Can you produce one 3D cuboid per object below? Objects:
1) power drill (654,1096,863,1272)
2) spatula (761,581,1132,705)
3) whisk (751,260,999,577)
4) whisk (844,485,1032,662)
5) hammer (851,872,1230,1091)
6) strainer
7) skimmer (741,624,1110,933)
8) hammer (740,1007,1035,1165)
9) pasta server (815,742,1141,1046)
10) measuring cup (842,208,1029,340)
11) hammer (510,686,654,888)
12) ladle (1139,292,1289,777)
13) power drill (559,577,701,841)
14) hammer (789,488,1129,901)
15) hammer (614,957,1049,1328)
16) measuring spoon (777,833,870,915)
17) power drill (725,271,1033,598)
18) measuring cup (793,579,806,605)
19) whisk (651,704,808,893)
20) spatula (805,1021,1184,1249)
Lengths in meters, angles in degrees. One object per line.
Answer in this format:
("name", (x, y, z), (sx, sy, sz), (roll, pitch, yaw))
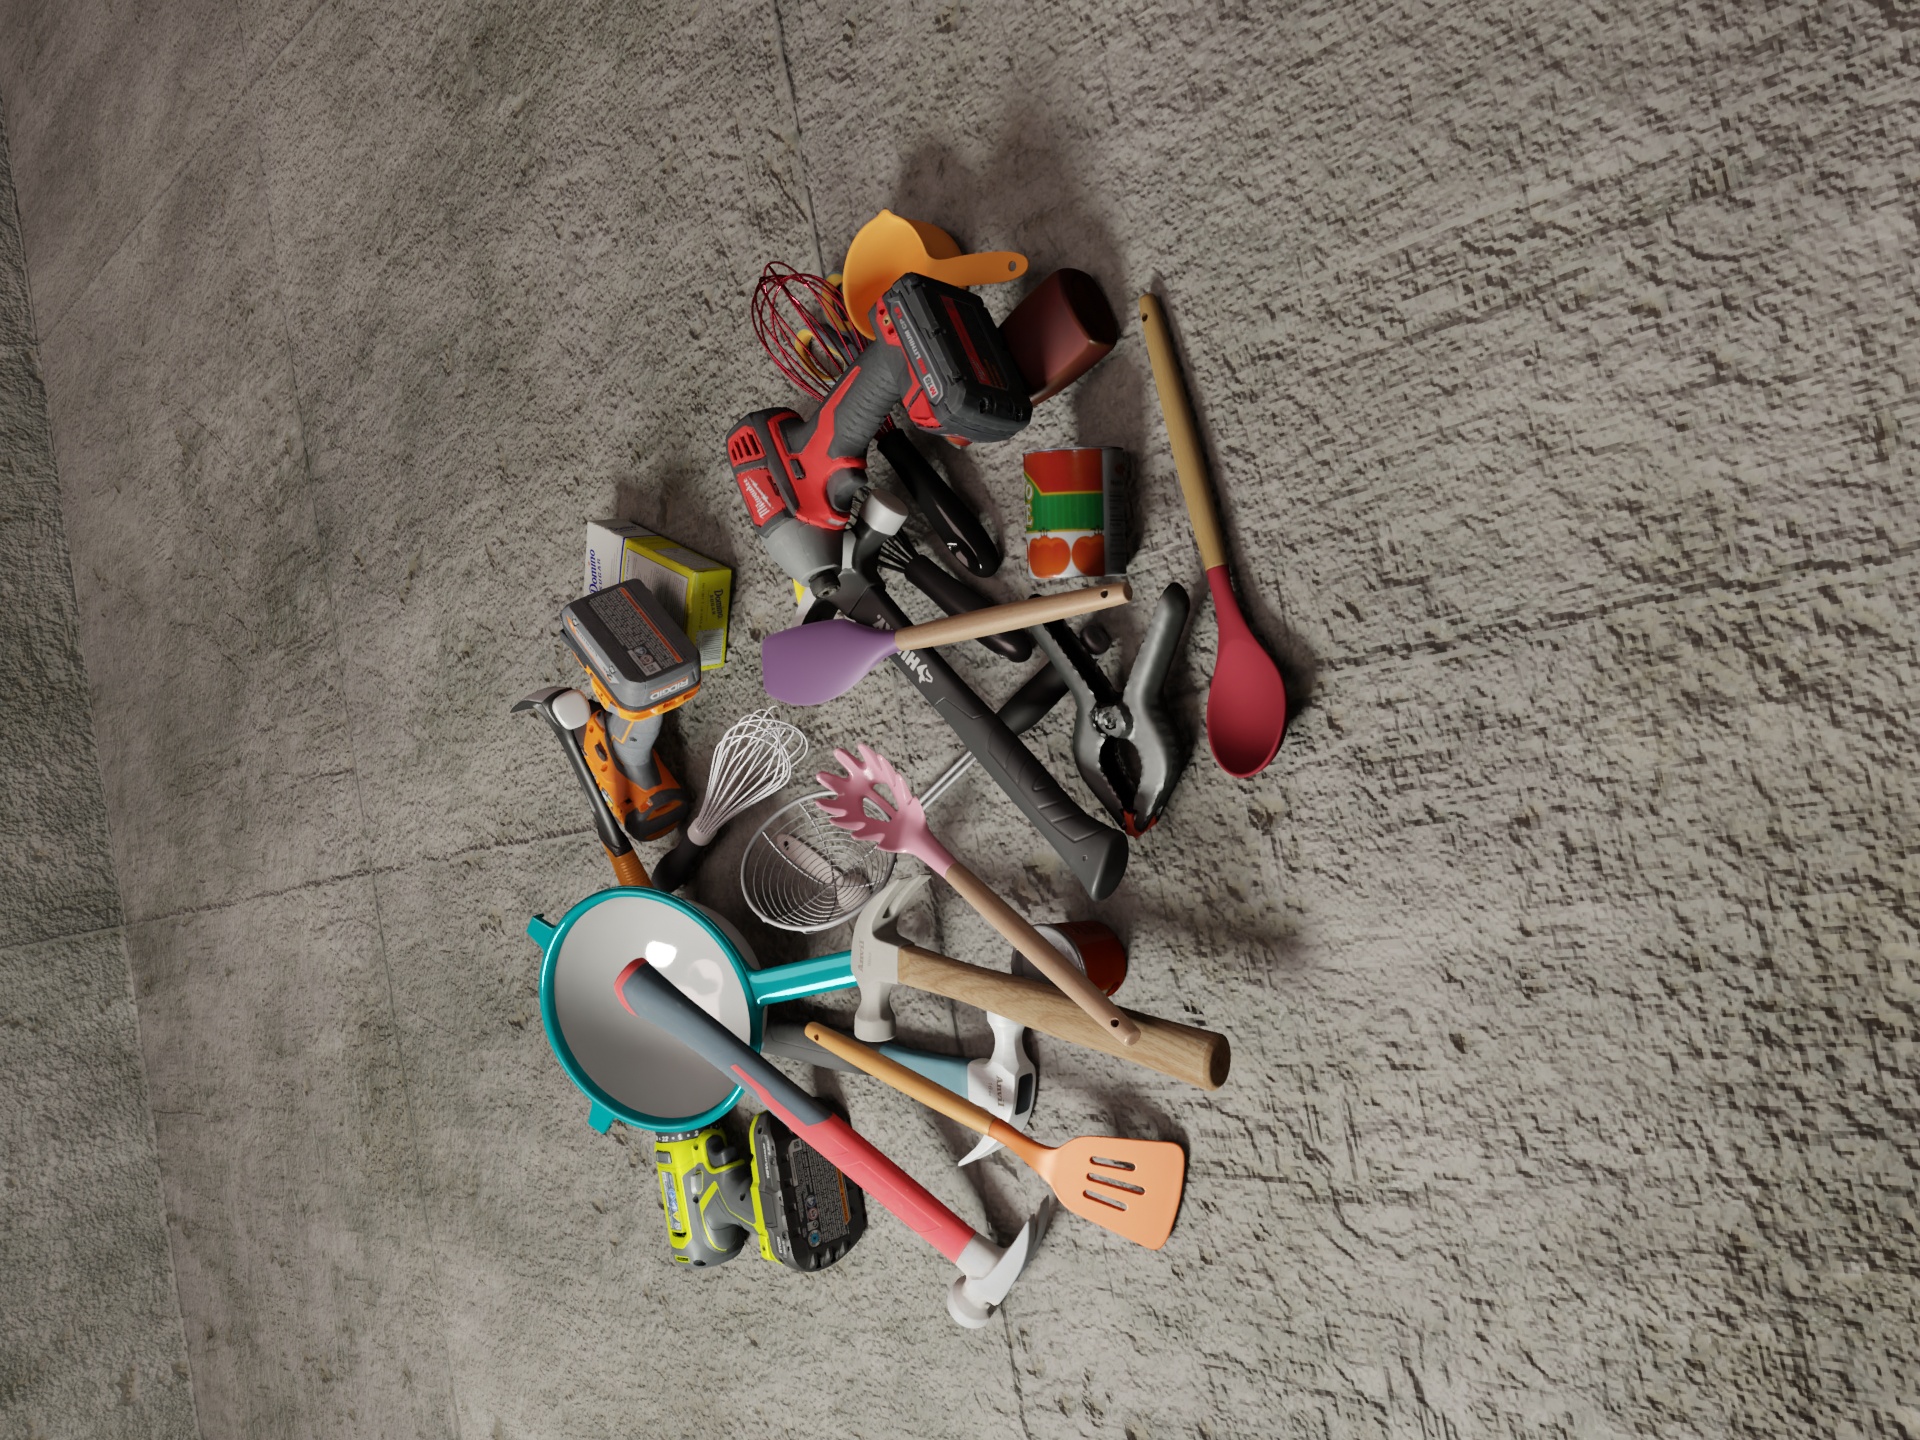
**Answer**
("power drill", (-0.191, 0.381, 1.379), (0.228, 0.080, 0.190), (-13, 86, 48))
("spatula", (-0.020, -0.057, 1.080), (0.316, 0.018, 0.060), (-10, 80, 36))
("whisk", (-0.063, -0.221, 1.165), (0.296, 0.073, 0.073), (54, 130, 11))
("whisk", (-0.032, -0.110, 1.176), (0.239, 0.055, 0.055), (40, 122, 30))
("hammer", (0.041, 0.185, 1.068), (0.331, 0.031, 0.130), (8, 101, 45))
("strainer", (-0.185, 0.215, 1.315), (0.340, 0.095, 0.211), (-15, 94, 23))
("skimmer", (-0.034, 0.036, 1.162), (0.363, 0.090, 0.127), (-44, 38, 37))
("hammer", (-0.068, 0.267, 1.268), (0.331, 0.033, 0.128), (0, 94, 46))
("pasta server", (0.007, 0.113, 1.059), (0.060, 0.040, 0.316), (-53, 50, 3))
("measuring cup", (-0.006, -0.311, 1.118), (0.174, 0.052, 0.095), (8, 101, 41))
("hammer", (-0.300, 0.126, 1.409), (0.127, 0.034, 0.336), (2, 118, 58))
("ladle", (0.153, -0.120, 0.997), (0.069, 0.031, 0.315), (-23, 77, 52))
("power drill", (-0.300, -0.016, 1.397), (0.164, 0.084, 0.226), (48, 146, 24))
("hammer", (-0.002, -0.004, 1.096), (0.335, 0.035, 0.146), (49, 115, 28))
("hammer", (-0.108, 0.297, 1.212), (0.386, 0.038, 0.143), (35, 128, 15))
("measuring spoon", (-0.118, 0.124, 1.311), (0.124, 0.018, 0.034), (30, 116, 40))
("power drill", (-0.064, -0.188, 1.086), (0.219, 0.078, 0.143), (-34, 70, 34))
("measuring cup", (-0.124, -0.150, 1.284), (0.062, 0.029, 0.156), (8, 113, 45))
("whisk", (-0.210, 0.079, 1.379), (0.284, 0.070, 0.070), (-49, 61, 43))
("spatula", (0.011, 0.282, 1.149), (0.323, 0.041, 0.081), (19, 107, 36))
